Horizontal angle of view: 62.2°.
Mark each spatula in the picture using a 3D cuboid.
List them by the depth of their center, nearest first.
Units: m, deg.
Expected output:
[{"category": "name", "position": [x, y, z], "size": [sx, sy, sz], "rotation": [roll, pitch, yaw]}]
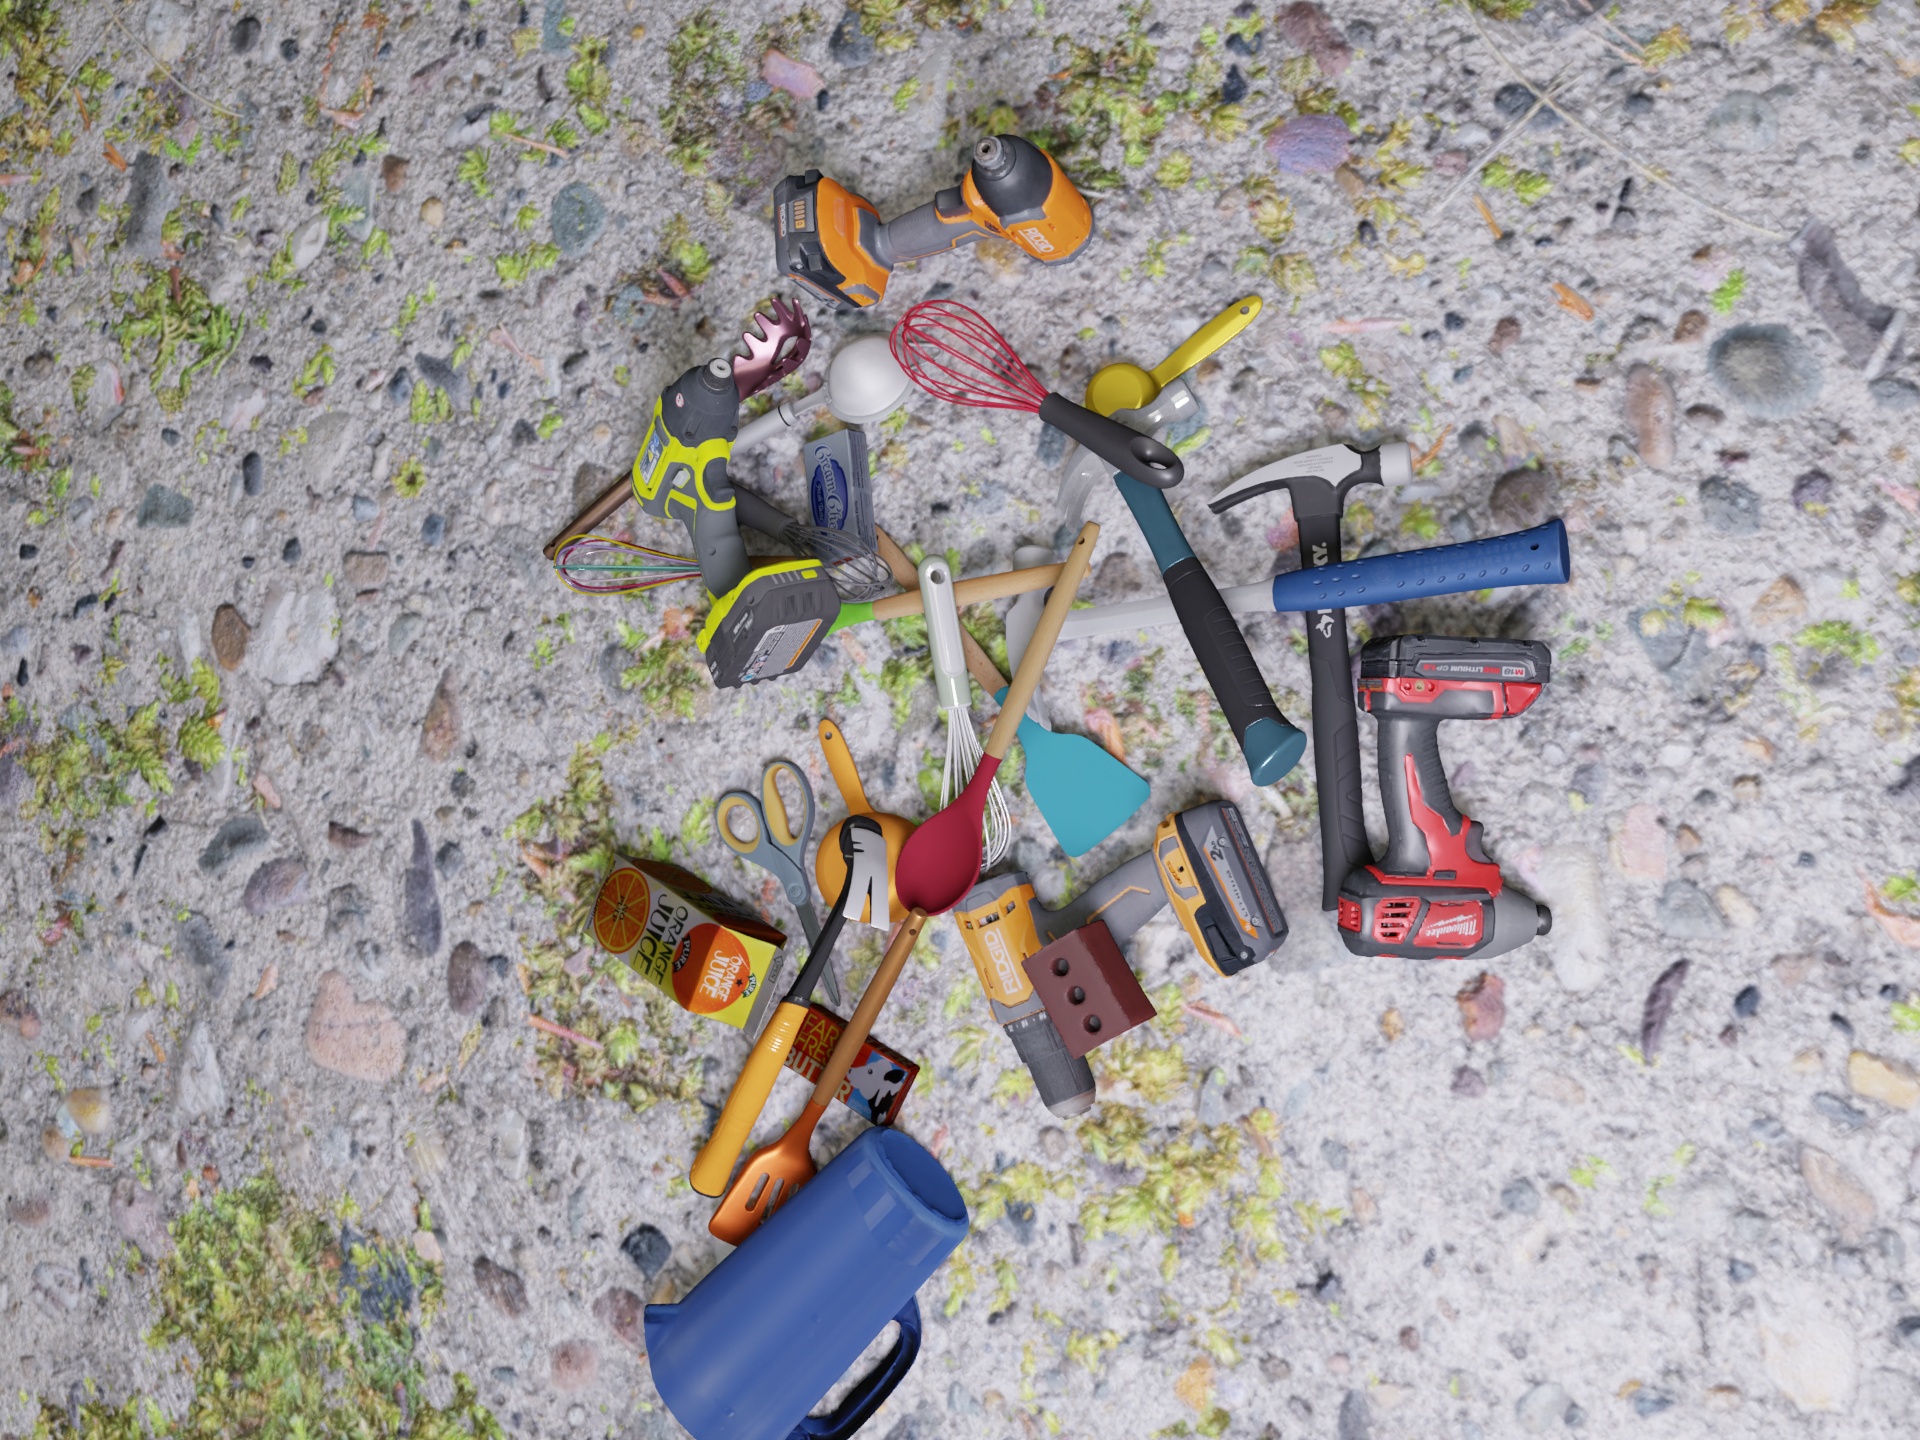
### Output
[{"category": "spatula", "position": [-0.097, 0.276, 1.206], "size": [0.081, 0.041, 0.322], "rotation": [22, 112, -11]}, {"category": "spatula", "position": [0.020, -0.038, 1.243], "size": [0.082, 0.044, 0.318], "rotation": [-42, 68, 12]}]

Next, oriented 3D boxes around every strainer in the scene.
[{"category": "strainer", "position": [-0.136, -0.257, 1.312], "size": [0.258, 0.050, 0.087], "rotation": [-25, 61, 19]}]

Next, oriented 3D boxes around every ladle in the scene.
[{"category": "ladle", "position": [0.033, 0.001, 1.158], "size": [0.069, 0.031, 0.315], "rotation": [31, 103, 32]}]

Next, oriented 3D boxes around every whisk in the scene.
[{"category": "whisk", "position": [0.053, -0.242, 1.193], "size": [0.296, 0.073, 0.073], "rotation": [36, 97, 32]}, {"category": "whisk", "position": [-0.002, -0.004, 1.206], "size": [0.058, 0.059, 0.246], "rotation": [-11, 96, -16]}, {"category": "whisk", "position": [-0.140, -0.149, 1.275], "size": [0.239, 0.055, 0.055], "rotation": [32, 96, 38]}, {"category": "whisk", "position": [-0.234, -0.131, 1.333], "size": [0.245, 0.051, 0.047], "rotation": [2, 80, 17]}]

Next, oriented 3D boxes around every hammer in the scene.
[{"category": "hammer", "position": [0.159, -0.096, 1.106], "size": [0.128, 0.033, 0.331], "rotation": [-31, 53, 15]}, {"category": "hammer", "position": [0.211, -0.081, 1.114], "size": [0.405, 0.035, 0.144], "rotation": [-7, 67, 31]}, {"category": "hammer", "position": [0.262, -0.031, 1.148], "size": [0.146, 0.035, 0.335], "rotation": [-5, 83, 19]}, {"category": "hammer", "position": [-0.133, 0.237, 1.201], "size": [0.034, 0.127, 0.336], "rotation": [21, 113, -15]}]

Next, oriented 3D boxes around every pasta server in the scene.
[{"category": "pasta server", "position": [-0.243, -0.239, 1.349], "size": [0.316, 0.040, 0.060], "rotation": [-37, 62, 14]}]

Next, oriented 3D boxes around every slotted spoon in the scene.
[{"category": "slotted spoon", "position": [-0.044, -0.093, 1.241], "size": [0.314, 0.031, 0.070], "rotation": [-8, 81, 27]}]

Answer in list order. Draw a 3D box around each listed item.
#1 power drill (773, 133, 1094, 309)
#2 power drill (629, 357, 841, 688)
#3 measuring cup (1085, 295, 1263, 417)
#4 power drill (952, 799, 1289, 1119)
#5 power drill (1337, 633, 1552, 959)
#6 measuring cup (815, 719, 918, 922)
[{"category": "power drill", "position": [-0.027, -0.389, 1.221], "size": [0.226, 0.164, 0.084], "rotation": [-5, 83, 21]}, {"category": "power drill", "position": [-0.179, -0.153, 1.226], "size": [0.223, 0.080, 0.171], "rotation": [65, 146, 16]}, {"category": "measuring cup", "position": [0.162, -0.275, 1.210], "size": [0.156, 0.029, 0.062], "rotation": [-36, 74, 16]}, {"category": "power drill", "position": [0.120, 0.174, 1.157], "size": [0.226, 0.084, 0.185], "rotation": [-25, 79, 20]}, {"category": "power drill", "position": [0.336, 0.054, 1.082], "size": [0.143, 0.078, 0.219], "rotation": [3, 90, -5]}, {"category": "measuring cup", "position": [-0.086, 0.077, 1.251], "size": [0.095, 0.052, 0.174], "rotation": [-26, 79, 16]}]
